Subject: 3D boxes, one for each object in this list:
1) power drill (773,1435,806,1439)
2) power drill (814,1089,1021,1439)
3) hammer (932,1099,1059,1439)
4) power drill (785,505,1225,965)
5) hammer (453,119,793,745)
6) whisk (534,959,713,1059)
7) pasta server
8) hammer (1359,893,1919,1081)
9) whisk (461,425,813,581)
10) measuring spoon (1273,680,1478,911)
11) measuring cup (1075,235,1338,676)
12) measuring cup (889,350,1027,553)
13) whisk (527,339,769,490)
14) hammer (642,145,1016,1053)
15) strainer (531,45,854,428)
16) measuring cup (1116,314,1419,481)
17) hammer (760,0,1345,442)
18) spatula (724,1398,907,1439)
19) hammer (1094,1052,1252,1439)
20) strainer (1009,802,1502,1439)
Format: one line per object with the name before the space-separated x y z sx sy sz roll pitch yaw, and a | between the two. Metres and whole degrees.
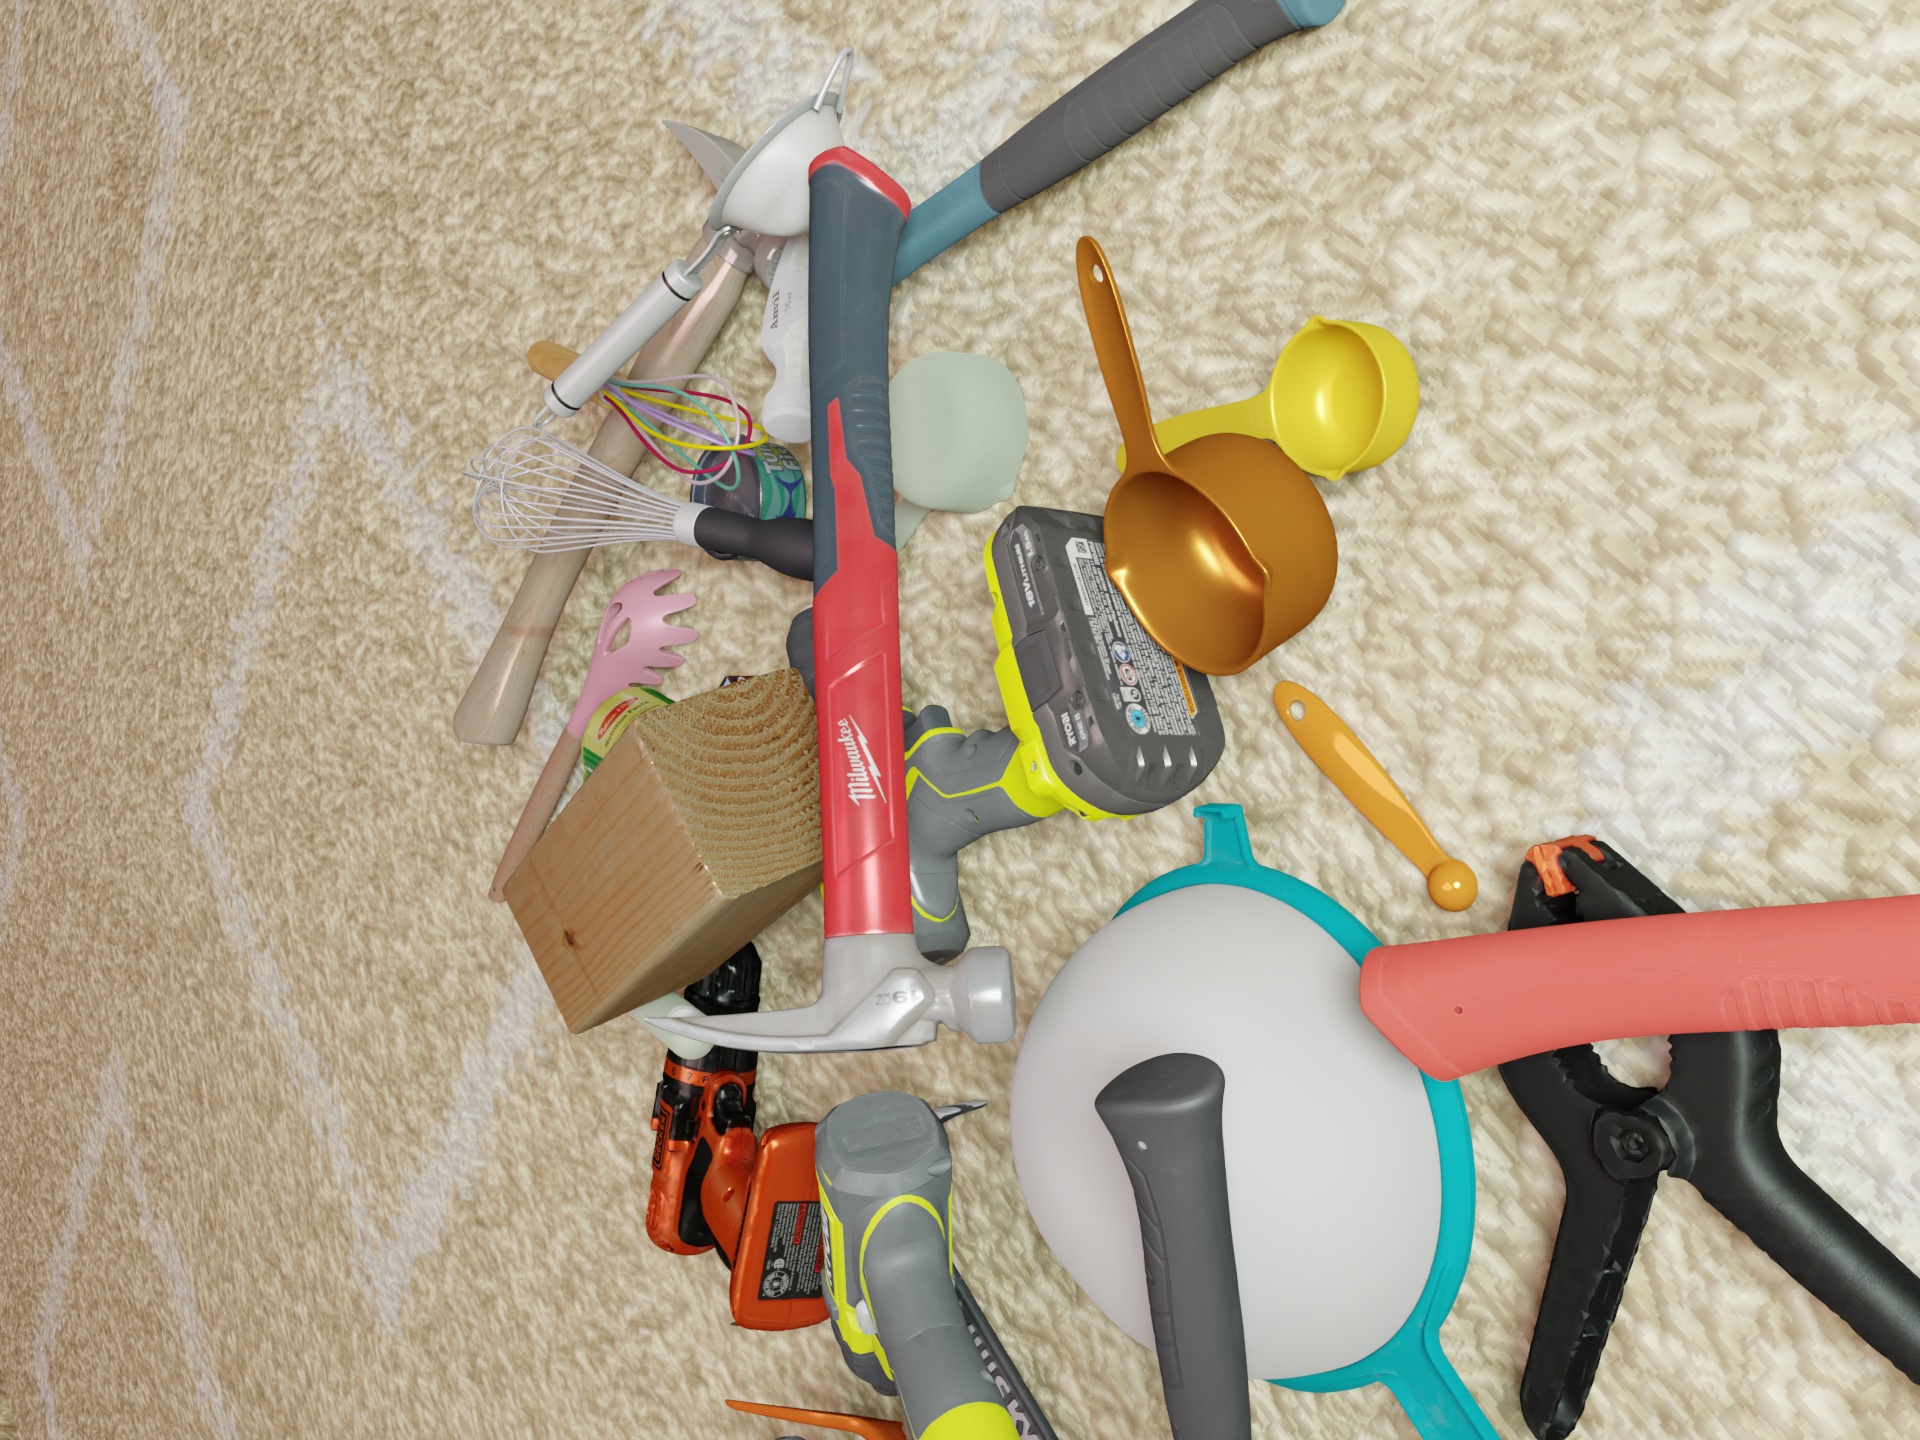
power drill | -0.024 0.476 0.772 0.226 0.084 0.185 13 119 43
power drill | -0.008 0.289 0.654 0.223 0.080 0.171 -120 25 -54
hammer | 0.059 0.357 0.719 0.409 0.036 0.149 52 126 30
power drill | -0.001 -0.002 0.729 0.228 0.080 0.191 -34 64 44
hammer | -0.217 -0.149 0.946 0.410 0.038 0.146 -54 54 27
whisk | -0.194 0.152 0.920 0.246 0.058 0.059 12 123 60
pasta server | -0.247 0.022 1.023 0.060 0.040 0.316 58 133 26
hammer | 0.281 0.054 0.433 0.359 0.036 0.149 -12 85 37
whisk | -0.162 -0.109 0.839 0.285 0.070 0.070 15 103 33
measuring spoon | 0.156 0.027 0.612 0.117 0.011 0.021 54 128 29
measuring cup | 0.089 -0.105 0.603 0.095 0.052 0.173 10 124 58
measuring cup | -0.033 -0.109 0.779 0.167 0.038 0.083 -48 60 34
whisk | -0.175 -0.173 0.857 0.245 0.047 0.051 31 156 47
hammer | -0.059 -0.059 0.662 0.143 0.038 0.386 -4 76 3
strainer | -0.129 -0.220 0.781 0.258 0.087 0.050 -35 94 28
measuring cup | 0.120 -0.119 0.639 0.156 0.029 0.062 -5 93 58
hammer | 0.025 -0.241 0.700 0.331 0.033 0.128 -21 60 40
spatula | -0.005 0.377 0.714 0.323 0.081 0.041 19 86 57
hammer | 0.093 0.256 0.554 0.146 0.035 0.334 14 124 41
strainer | 0.114 0.208 0.583 0.341 0.095 0.211 56 134 35
